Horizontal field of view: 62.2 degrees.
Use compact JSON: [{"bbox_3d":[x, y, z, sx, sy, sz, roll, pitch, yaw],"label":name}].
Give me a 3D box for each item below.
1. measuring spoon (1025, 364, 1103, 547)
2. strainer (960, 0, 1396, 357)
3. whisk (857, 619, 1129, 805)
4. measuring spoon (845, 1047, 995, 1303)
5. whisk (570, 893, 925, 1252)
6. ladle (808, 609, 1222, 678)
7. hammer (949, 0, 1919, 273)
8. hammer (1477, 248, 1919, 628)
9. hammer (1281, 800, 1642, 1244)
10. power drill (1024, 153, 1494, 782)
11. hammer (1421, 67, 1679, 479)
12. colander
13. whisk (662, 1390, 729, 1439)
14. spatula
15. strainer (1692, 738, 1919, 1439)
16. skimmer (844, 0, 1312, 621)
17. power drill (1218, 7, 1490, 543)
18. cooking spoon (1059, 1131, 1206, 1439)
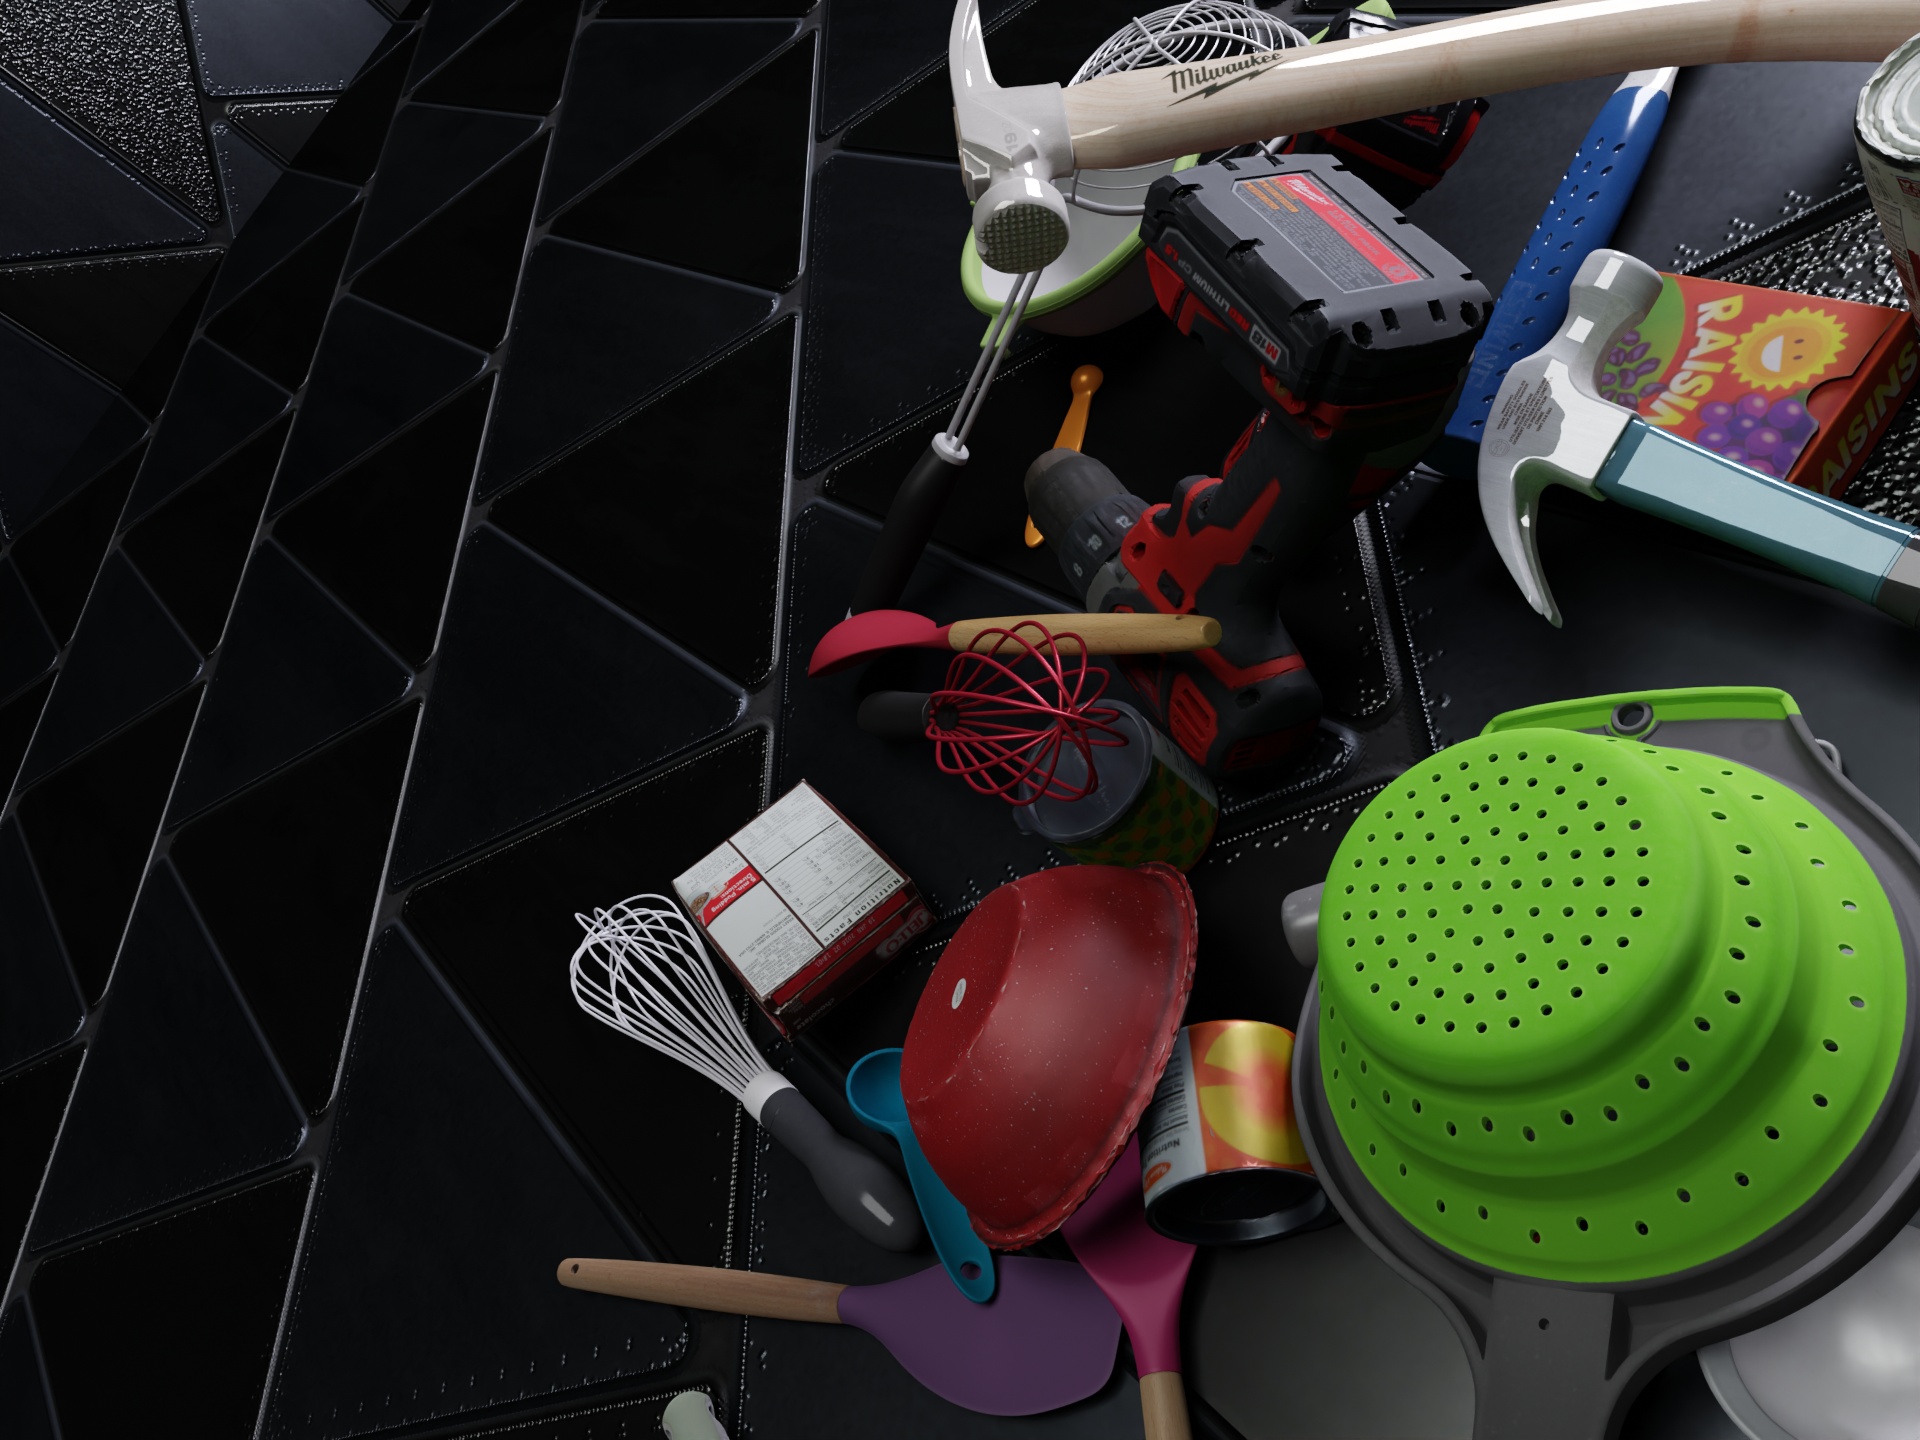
[{"bbox_3d":[0.053,-0.144,0.850,0.021,0.011,0.117,-1,62,41],"label":"measuring spoon"},{"bbox_3d":[0.120,-0.284,0.846,0.256,0.069,0.152,-26,45,25],"label":"strainer"},{"bbox_3d":[-0.001,-0.002,0.694,0.073,0.073,0.296,-60,14,-9],"label":"whisk"},{"bbox_3d":[-0.014,0.192,0.664,0.042,0.021,0.129,-12,42,-17],"label":"measuring spoon"},{"bbox_3d":[-0.107,0.163,0.751,0.285,0.070,0.070,31,85,44],"label":"whisk"},{"bbox_3d":[0.013,-0.037,0.728,0.069,0.031,0.315,-23,13,-28],"label":"ladle"},{"bbox_3d":[0.200,-0.273,0.641,0.410,0.038,0.146,-8,60,2],"label":"hammer"},{"bbox_3d":[0.308,-0.043,0.497,0.331,0.033,0.128,36,101,40],"label":"hammer"},{"bbox_3d":[0.185,0.190,0.481,0.149,0.036,0.359,-22,49,30],"label":"hammer"},{"bbox_3d":[0.098,-0.108,0.639,0.080,0.226,0.188,-16,52,-25],"label":"power drill"},{"bbox_3d":[0.309,-0.284,0.701,0.144,0.035,0.405,18,75,47],"label":"hammer"},{"bbox_3d":[0.151,0.139,0.434,0.204,0.094,0.397,-7,54,41],"label":"colander"},{"bbox_3d":[-0.062,0.345,0.592,0.059,0.057,0.247,-23,34,-19],"label":"whisk"},{"bbox_3d":[-0.067,0.249,0.678,0.316,0.018,0.060,-9,51,37],"label":"spatula"},{"bbox_3d":[0.261,0.113,0.465,0.087,0.050,0.259,-9,51,33],"label":"strainer"},{"bbox_3d":[0.044,-0.180,0.791,0.363,0.090,0.127,-61,38,33],"label":"skimmer"},{"bbox_3d":[0.174,-0.194,0.695,0.143,0.078,0.220,132,151,-57],"label":"power drill"},{"bbox_3d":[0.073,0.254,0.549,0.069,0.017,0.319,-16,51,13],"label":"cooking spoon"}]
